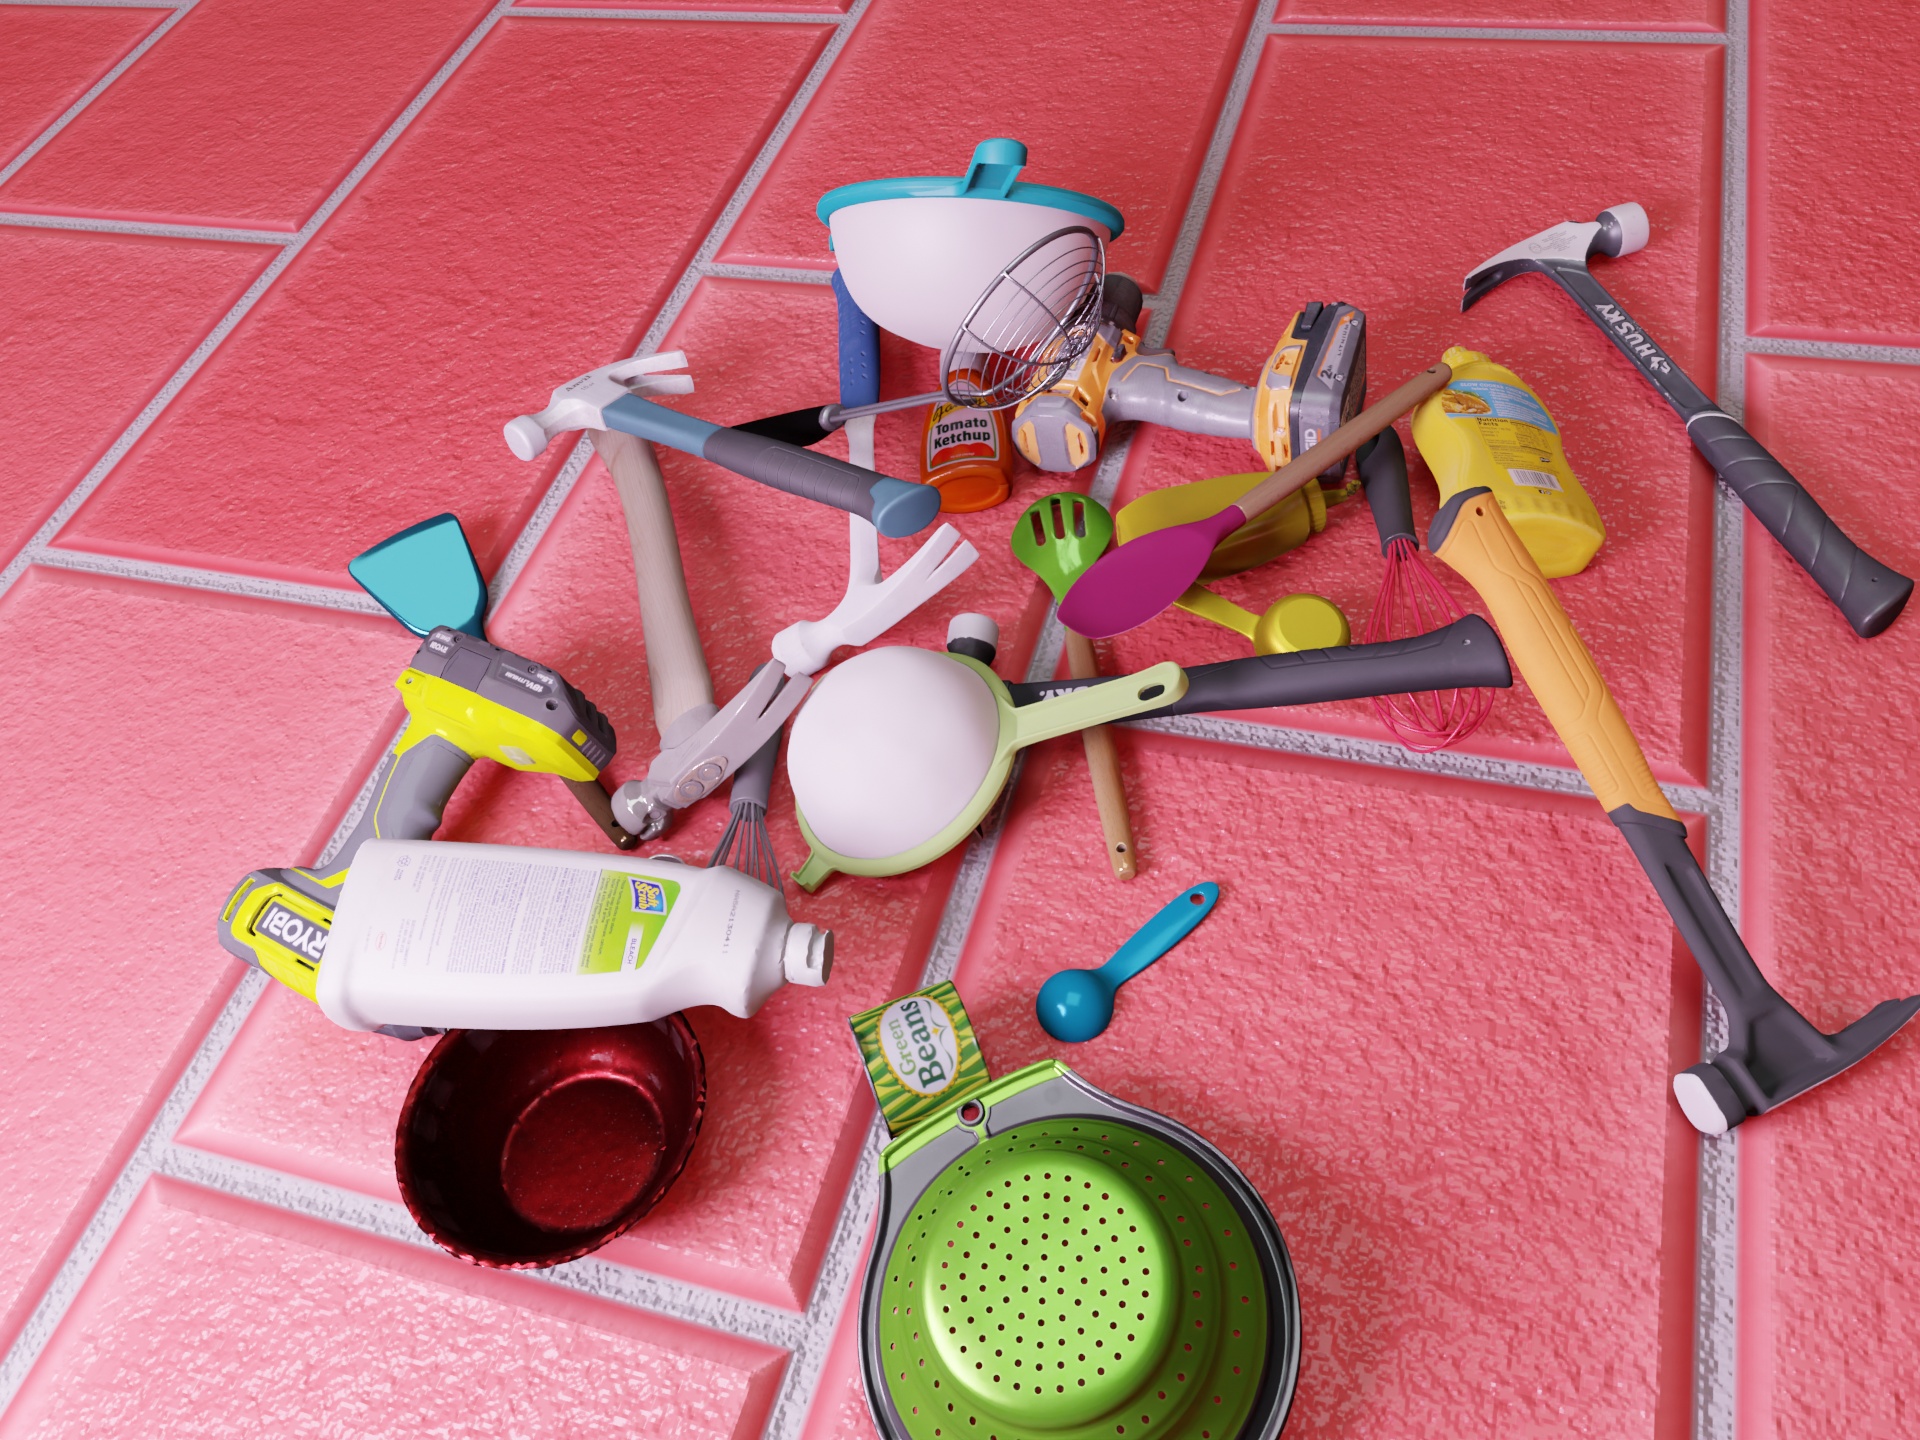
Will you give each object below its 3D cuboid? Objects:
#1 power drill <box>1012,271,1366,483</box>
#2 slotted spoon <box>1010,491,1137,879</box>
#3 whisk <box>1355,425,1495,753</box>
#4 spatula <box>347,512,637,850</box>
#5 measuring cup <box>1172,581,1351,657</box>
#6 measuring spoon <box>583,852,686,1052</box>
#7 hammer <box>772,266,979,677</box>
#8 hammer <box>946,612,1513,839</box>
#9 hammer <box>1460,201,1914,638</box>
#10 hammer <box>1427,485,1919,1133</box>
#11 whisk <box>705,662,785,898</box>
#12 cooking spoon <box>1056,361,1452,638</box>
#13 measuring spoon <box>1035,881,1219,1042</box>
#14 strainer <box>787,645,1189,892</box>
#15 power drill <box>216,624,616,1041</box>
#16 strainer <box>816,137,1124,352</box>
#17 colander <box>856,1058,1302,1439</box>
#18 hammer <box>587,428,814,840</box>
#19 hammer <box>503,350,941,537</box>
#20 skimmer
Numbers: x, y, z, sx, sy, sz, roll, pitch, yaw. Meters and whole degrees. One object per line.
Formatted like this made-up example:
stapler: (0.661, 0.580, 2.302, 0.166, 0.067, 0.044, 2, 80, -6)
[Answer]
power drill: (0.166, -0.247, 1.114, 0.226, 0.084, 0.185, 7, 51, 21)
slotted spoon: (0.079, -0.036, 0.991, 0.070, 0.031, 0.314, -12, 52, 7)
whisk: (0.274, -0.094, 0.982, 0.073, 0.073, 0.296, -3, 46, 7)
spatula: (-0.295, -0.024, 1.035, 0.082, 0.044, 0.318, -32, 54, -20)
measuring cup: (0.166, -0.072, 0.975, 0.156, 0.029, 0.062, 26, 64, 7)
measuring spoon: (-0.187, 0.134, 0.912, 0.034, 0.018, 0.124, 9, 61, 17)
hammer: (-0.065, -0.207, 1.124, 0.144, 0.035, 0.406, -28, 42, 23)
hammer: (0.139, -0.014, 0.907, 0.335, 0.035, 0.146, -6, 56, 22)
hammer: (0.481, -0.206, 1.051, 0.149, 0.036, 0.409, -18, 51, -3)
hammer: (0.341, 0.027, 0.802, 0.127, 0.034, 0.337, -24, 77, -10)
whisk: (-0.123, 0.053, 0.945, 0.055, 0.055, 0.239, -5, 47, 6)
cooking spoon: (0.189, -0.139, 0.977, 0.319, 0.017, 0.069, -35, 42, -18)
measuring spoon: (0.093, 0.124, 0.862, 0.128, 0.021, 0.042, -37, 55, -18)
strainer: (-0.001, -0.003, 0.895, 0.256, 0.069, 0.152, -16, 51, 26)
power drill: (-0.306, 0.069, 0.928, 0.171, 0.080, 0.223, 20, 71, 25)
strainer: (0.010, -0.295, 1.031, 0.211, 0.095, 0.340, 2, 8, -5)
colander: (0.078, 0.312, 0.648, 0.204, 0.094, 0.398, -28, 58, -4)
hammer: (-0.196, -0.114, 1.061, 0.146, 0.038, 0.411, -41, 44, 20)
hammer: (-0.152, -0.179, 1.050, 0.331, 0.033, 0.128, 23, 51, 33)
skimmer: (-0.053, -0.234, 1.035, 0.363, 0.090, 0.127, -1, 25, 46)
